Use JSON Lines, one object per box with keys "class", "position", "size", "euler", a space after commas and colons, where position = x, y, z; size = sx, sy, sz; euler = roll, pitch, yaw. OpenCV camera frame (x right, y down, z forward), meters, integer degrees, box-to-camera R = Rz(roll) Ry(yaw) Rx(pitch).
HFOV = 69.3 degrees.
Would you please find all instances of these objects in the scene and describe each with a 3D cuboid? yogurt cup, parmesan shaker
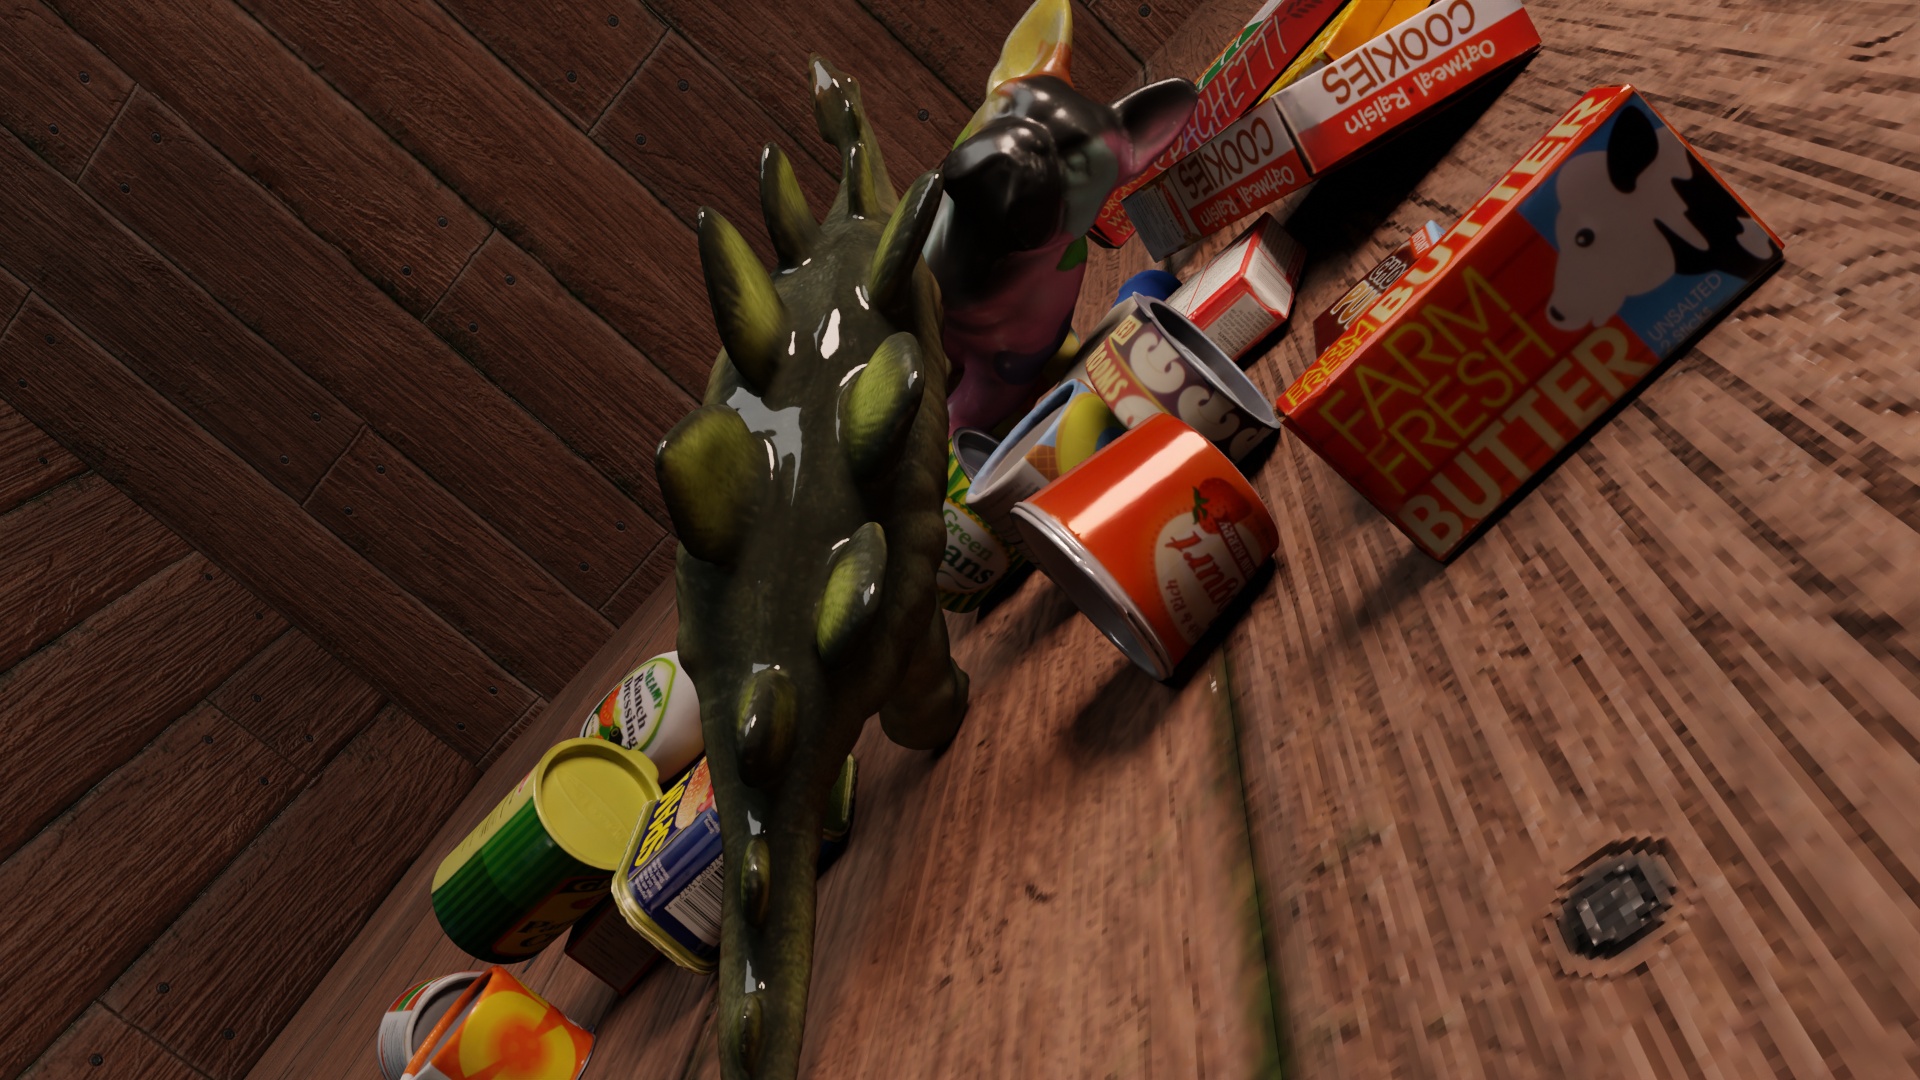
{"class": "yogurt cup", "position": [0.056, -0.001, 0.411], "size": [0.054, 0.072, 0.072], "euler": [-41, 10, -5]}
{"class": "parmesan shaker", "position": [-0.191, 0.145, 0.649], "size": [0.102, 0.071, 0.072], "euler": [-43, 12, 31]}

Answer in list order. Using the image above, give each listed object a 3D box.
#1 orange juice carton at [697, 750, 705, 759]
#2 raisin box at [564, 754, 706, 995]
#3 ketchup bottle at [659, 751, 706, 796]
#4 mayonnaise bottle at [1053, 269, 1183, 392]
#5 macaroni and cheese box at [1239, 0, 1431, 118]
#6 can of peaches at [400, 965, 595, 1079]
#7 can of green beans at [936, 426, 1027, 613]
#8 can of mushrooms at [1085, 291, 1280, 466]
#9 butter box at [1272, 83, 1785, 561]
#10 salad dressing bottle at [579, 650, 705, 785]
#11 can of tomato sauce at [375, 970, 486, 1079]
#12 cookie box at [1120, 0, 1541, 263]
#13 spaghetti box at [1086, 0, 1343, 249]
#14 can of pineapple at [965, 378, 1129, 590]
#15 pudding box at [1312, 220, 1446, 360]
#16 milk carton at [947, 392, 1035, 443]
{"class": "orange juice carton", "position": [-0.111, 0.058, 0.828], "size": [0.071, 0.073, 0.193], "euler": [-44, 12, 20]}
{"class": "raisin box", "position": [-0.136, 0.152, 0.690], "size": [0.123, 0.040, 0.086], "euler": [-47, 10, 2]}
{"class": "ketchup bottle", "position": [-0.153, 0.132, 0.811], "size": [0.064, 0.043, 0.149], "euler": [-42, 12, 26]}
{"class": "mayonnaise bottle", "position": [0.077, -0.084, 0.678], "size": [0.064, 0.041, 0.149], "euler": [-47, 7, 43]}
{"class": "macaroni and cheese box", "position": [0.200, -0.272, 0.850], "size": [0.124, 0.040, 0.166], "euler": [-54, 13, -31]}
{"class": "can of peaches", "position": [-0.210, 0.236, 0.633], "size": [0.071, 0.058, 0.071], "euler": [-46, 11, 12]}
{"class": "can of green beans", "position": [0.003, -0.009, 0.636], "size": [0.057, 0.071, 0.071], "euler": [-44, 11, 23]}
{"class": "can of mushrooms", "position": [0.077, -0.054, 0.492], "size": [0.033, 0.071, 0.071], "euler": [-46, 11, 22]}
{"class": "butter box", "position": [0.128, -0.048, 0.320], "size": [0.103, 0.053, 0.024], "euler": [-45, 9, 15]}
{"class": "salad dressing bottle", "position": [-0.138, 0.077, 0.728], "size": [0.147, 0.044, 0.064], "euler": [-38, 45, 24]}
{"class": "can of tomato sauce", "position": [-0.271, 0.266, 0.748], "size": [0.082, 0.071, 0.071], "euler": [-32, 19, 54]}
{"class": "cookie box", "position": [0.159, -0.186, 0.630], "size": [0.123, 0.040, 0.167], "euler": [-32, 7, -12]}
{"class": "spaghetti box", "position": [0.161, -0.271, 0.812], "size": [0.250, 0.028, 0.050], "euler": [-48, 12, 6]}
{"class": "can of pineapple", "position": [0.045, -0.021, 0.535], "size": [0.071, 0.058, 0.071], "euler": [-46, 11, 11]}
{"class": "pudding box", "position": [0.130, -0.056, 0.397], "size": [0.049, 0.030, 0.084], "euler": [-42, 13, 27]}
{"class": "milk carton", "position": [-0.008, -0.045, 0.784], "size": [0.072, 0.073, 0.191], "euler": [-44, 11, 28]}
